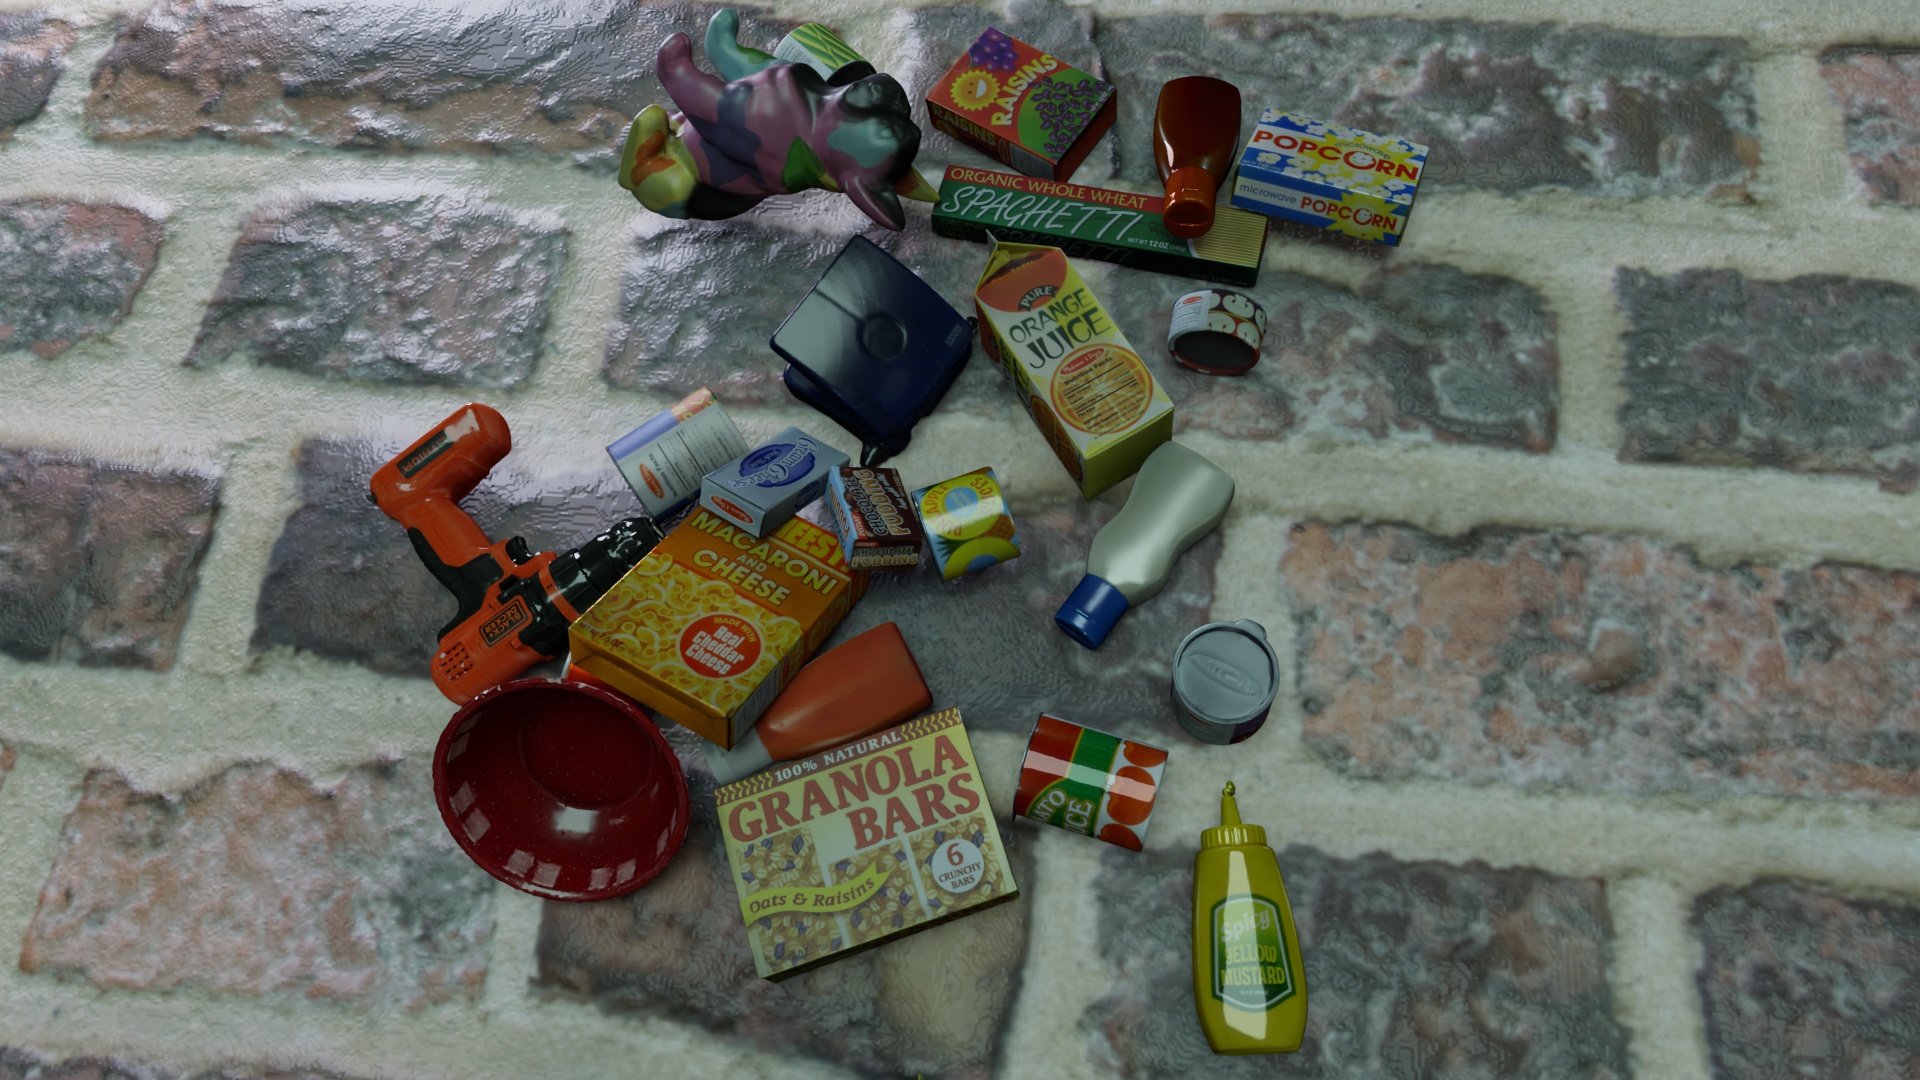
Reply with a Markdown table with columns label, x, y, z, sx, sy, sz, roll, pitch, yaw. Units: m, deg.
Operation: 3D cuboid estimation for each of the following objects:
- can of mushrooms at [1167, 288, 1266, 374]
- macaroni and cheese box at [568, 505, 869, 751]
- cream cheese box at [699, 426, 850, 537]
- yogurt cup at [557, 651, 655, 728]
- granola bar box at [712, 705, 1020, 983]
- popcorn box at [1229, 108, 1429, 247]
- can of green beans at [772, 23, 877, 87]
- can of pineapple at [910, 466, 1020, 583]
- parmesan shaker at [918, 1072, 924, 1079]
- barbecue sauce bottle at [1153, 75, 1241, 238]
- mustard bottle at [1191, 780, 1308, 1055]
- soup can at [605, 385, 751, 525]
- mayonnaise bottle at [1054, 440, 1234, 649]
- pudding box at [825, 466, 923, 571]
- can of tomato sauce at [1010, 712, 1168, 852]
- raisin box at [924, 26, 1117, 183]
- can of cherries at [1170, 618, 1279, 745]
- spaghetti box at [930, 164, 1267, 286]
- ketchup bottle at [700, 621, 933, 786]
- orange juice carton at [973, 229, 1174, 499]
| label | x | y | z | sx | sy | sz | roll | pitch | yaw |
| --- | --- | --- | --- | --- | --- | --- | --- | --- | --- |
| can of mushrooms | 0.182 | -0.145 | 0.975 | 0.071 | 0.071 | 0.033 | 9 | 69 | 10 |
| macaroni and cheese box | -0.154 | 0.044 | 0.912 | 0.124 | 0.040 | 0.167 | 26 | 47 | 15 |
| cream cheese box | -0.127 | -0.043 | 0.959 | 0.053 | 0.024 | 0.104 | 29 | 36 | 17 |
| yogurt cup | -0.229 | 0.092 | 0.924 | 0.054 | 0.072 | 0.072 | 16 | 71 | 4 |
| granola bar box | -0.060 | 0.191 | 0.877 | 0.166 | 0.039 | 0.124 | -19 | 68 | -1 |
| popcorn box | 0.270 | -0.267 | 1.015 | 0.127 | 0.038 | 0.085 | 18 | 48 | 13 |
| can of green beans | -0.109 | -0.365 | 1.097 | 0.071 | 0.071 | 0.058 | -41 | 69 | -10 |
| can of pineapple | 0.003 | -0.012 | 0.937 | 0.058 | 0.070 | 0.071 | -19 | 67 | -2 |
| parmesan shaker | -0.072 | 0.346 | 0.801 | 0.103 | 0.071 | 0.071 | -4 | 68 | 6 |
| barbecue sauce bottle | 0.172 | -0.283 | 1.022 | 0.065 | 0.043 | 0.149 | 7 | 51 | 7 |
| mustard bottle | 0.168 | 0.223 | 0.833 | 0.065 | 0.048 | 0.161 | -5 | 67 | 3 |
| soup can | -0.198 | -0.061 | 0.984 | 0.084 | 0.071 | 0.071 | -33 | 68 | -9 |
| mayonnaise bottle | 0.120 | 0.005 | 0.933 | 0.065 | 0.041 | 0.148 | 34 | 76 | 19 |
| pudding box | -0.060 | -0.015 | 0.942 | 0.050 | 0.030 | 0.084 | 1 | 38 | -19 |
| can of tomato sauce | 0.080 | 0.152 | 0.862 | 0.083 | 0.071 | 0.071 | 15 | 70 | 11 |
| raisin box | 0.048 | -0.337 | 1.083 | 0.123 | 0.040 | 0.086 | 32 | 76 | 18 |
| can of cherries | 0.169 | 0.090 | 0.883 | 0.071 | 0.058 | 0.072 | -3 | 67 | 6 |
| spaghetti box | 0.102 | -0.237 | 1.041 | 0.250 | 0.028 | 0.050 | 12 | 69 | 11 |
| ketchup bottle | -0.096 | 0.112 | 0.911 | 0.149 | 0.043 | 0.065 | -26 | 67 | -5 |
| orange juice carton | 0.068 | -0.133 | 0.979 | 0.073 | 0.071 | 0.193 | -30 | 68 | -6 |
